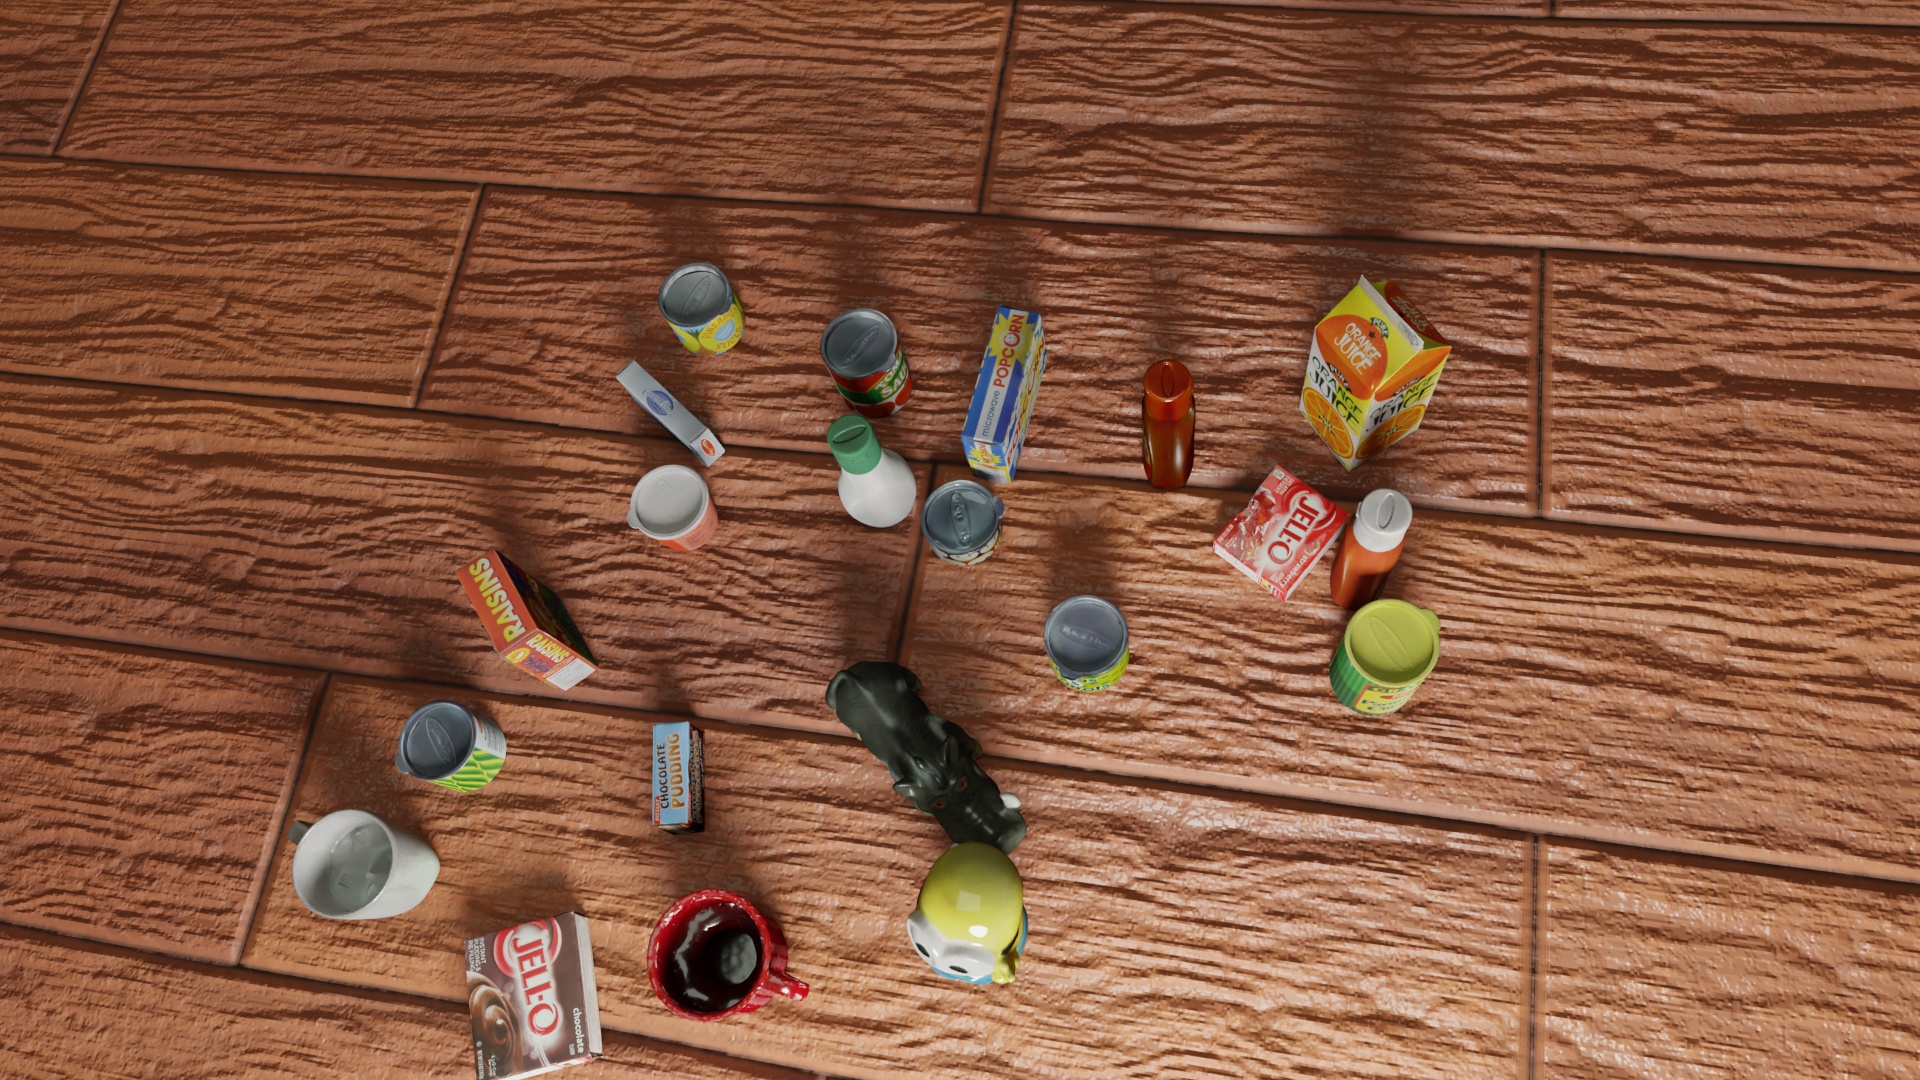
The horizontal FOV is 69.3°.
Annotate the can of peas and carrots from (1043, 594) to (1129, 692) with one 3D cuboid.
[{"bbox_3d":[0.100,0.085,1.102,0.071,0.058,0.071,-3,69,7],"label":"can of peas and carrots"}]

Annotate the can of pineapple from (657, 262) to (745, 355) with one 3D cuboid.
[{"bbox_3d":[-0.232,-0.208,1.260,0.071,0.057,0.071,-3,69,7],"label":"can of pineapple"}]

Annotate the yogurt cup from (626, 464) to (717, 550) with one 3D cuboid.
[{"bbox_3d":[-0.243,-0.025,1.195,0.072,0.053,0.072,-3,69,7],"label":"yogurt cup"}]

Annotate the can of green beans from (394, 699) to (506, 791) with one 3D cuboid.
[{"bbox_3d":[-0.418,0.170,1.144,0.071,0.057,0.071,-3,69,7],"label":"can of green beans"}]

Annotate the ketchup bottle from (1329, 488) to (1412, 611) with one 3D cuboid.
[{"bbox_3d":[0.311,0.004,1.055,0.043,0.148,0.065,16,73,13],"label":"ketchup bottle"}]

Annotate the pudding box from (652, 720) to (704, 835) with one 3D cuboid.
[{"bbox_3d":[-0.226,0.190,1.114,0.030,0.049,0.084,-6,69,6],"label":"pudding box"}]

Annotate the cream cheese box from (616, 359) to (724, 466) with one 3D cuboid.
[{"bbox_3d":[-0.257,-0.112,1.230,0.104,0.053,0.024,41,80,20],"label":"cream cheese box"}]

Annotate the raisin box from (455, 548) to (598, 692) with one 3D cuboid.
[{"bbox_3d":[-0.354,0.067,1.139,0.040,0.123,0.086,-33,69,-4],"label":"raisin box"}]

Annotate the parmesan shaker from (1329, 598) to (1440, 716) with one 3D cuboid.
[{"bbox_3d":[0.320,0.089,1.046,0.071,0.102,0.071,-3,70,7],"label":"parmesan shaker"}]

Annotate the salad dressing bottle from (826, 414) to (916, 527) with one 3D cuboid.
[{"bbox_3d":[-0.075,-0.056,1.133,0.064,0.147,0.044,-23,69,-1],"label":"salad dressing bottle"}]

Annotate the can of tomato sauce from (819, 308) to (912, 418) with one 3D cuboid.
[{"bbox_3d":[-0.078,-0.151,1.204,0.071,0.083,0.071,-3,70,7],"label":"can of tomato sauce"}]

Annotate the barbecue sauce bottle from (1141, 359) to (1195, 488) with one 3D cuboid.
[{"bbox_3d":[0.167,-0.096,1.113,0.044,0.148,0.065,-1,70,8],"label":"barbecue sauce bottle"}]

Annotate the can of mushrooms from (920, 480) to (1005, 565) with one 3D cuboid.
[{"bbox_3d":[0.004,-0.015,1.167,0.071,0.033,0.071,-3,69,7],"label":"can of mushrooms"}]

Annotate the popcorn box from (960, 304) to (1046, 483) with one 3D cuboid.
[{"bbox_3d":[0.038,-0.122,1.175,0.038,0.085,0.127,12,72,12],"label":"popcorn box"}]

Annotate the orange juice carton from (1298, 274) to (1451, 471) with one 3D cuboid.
[{"bbox_3d":[0.321,-0.134,1.082,0.073,0.192,0.072,-31,69,-4],"label":"orange juice carton"}]
